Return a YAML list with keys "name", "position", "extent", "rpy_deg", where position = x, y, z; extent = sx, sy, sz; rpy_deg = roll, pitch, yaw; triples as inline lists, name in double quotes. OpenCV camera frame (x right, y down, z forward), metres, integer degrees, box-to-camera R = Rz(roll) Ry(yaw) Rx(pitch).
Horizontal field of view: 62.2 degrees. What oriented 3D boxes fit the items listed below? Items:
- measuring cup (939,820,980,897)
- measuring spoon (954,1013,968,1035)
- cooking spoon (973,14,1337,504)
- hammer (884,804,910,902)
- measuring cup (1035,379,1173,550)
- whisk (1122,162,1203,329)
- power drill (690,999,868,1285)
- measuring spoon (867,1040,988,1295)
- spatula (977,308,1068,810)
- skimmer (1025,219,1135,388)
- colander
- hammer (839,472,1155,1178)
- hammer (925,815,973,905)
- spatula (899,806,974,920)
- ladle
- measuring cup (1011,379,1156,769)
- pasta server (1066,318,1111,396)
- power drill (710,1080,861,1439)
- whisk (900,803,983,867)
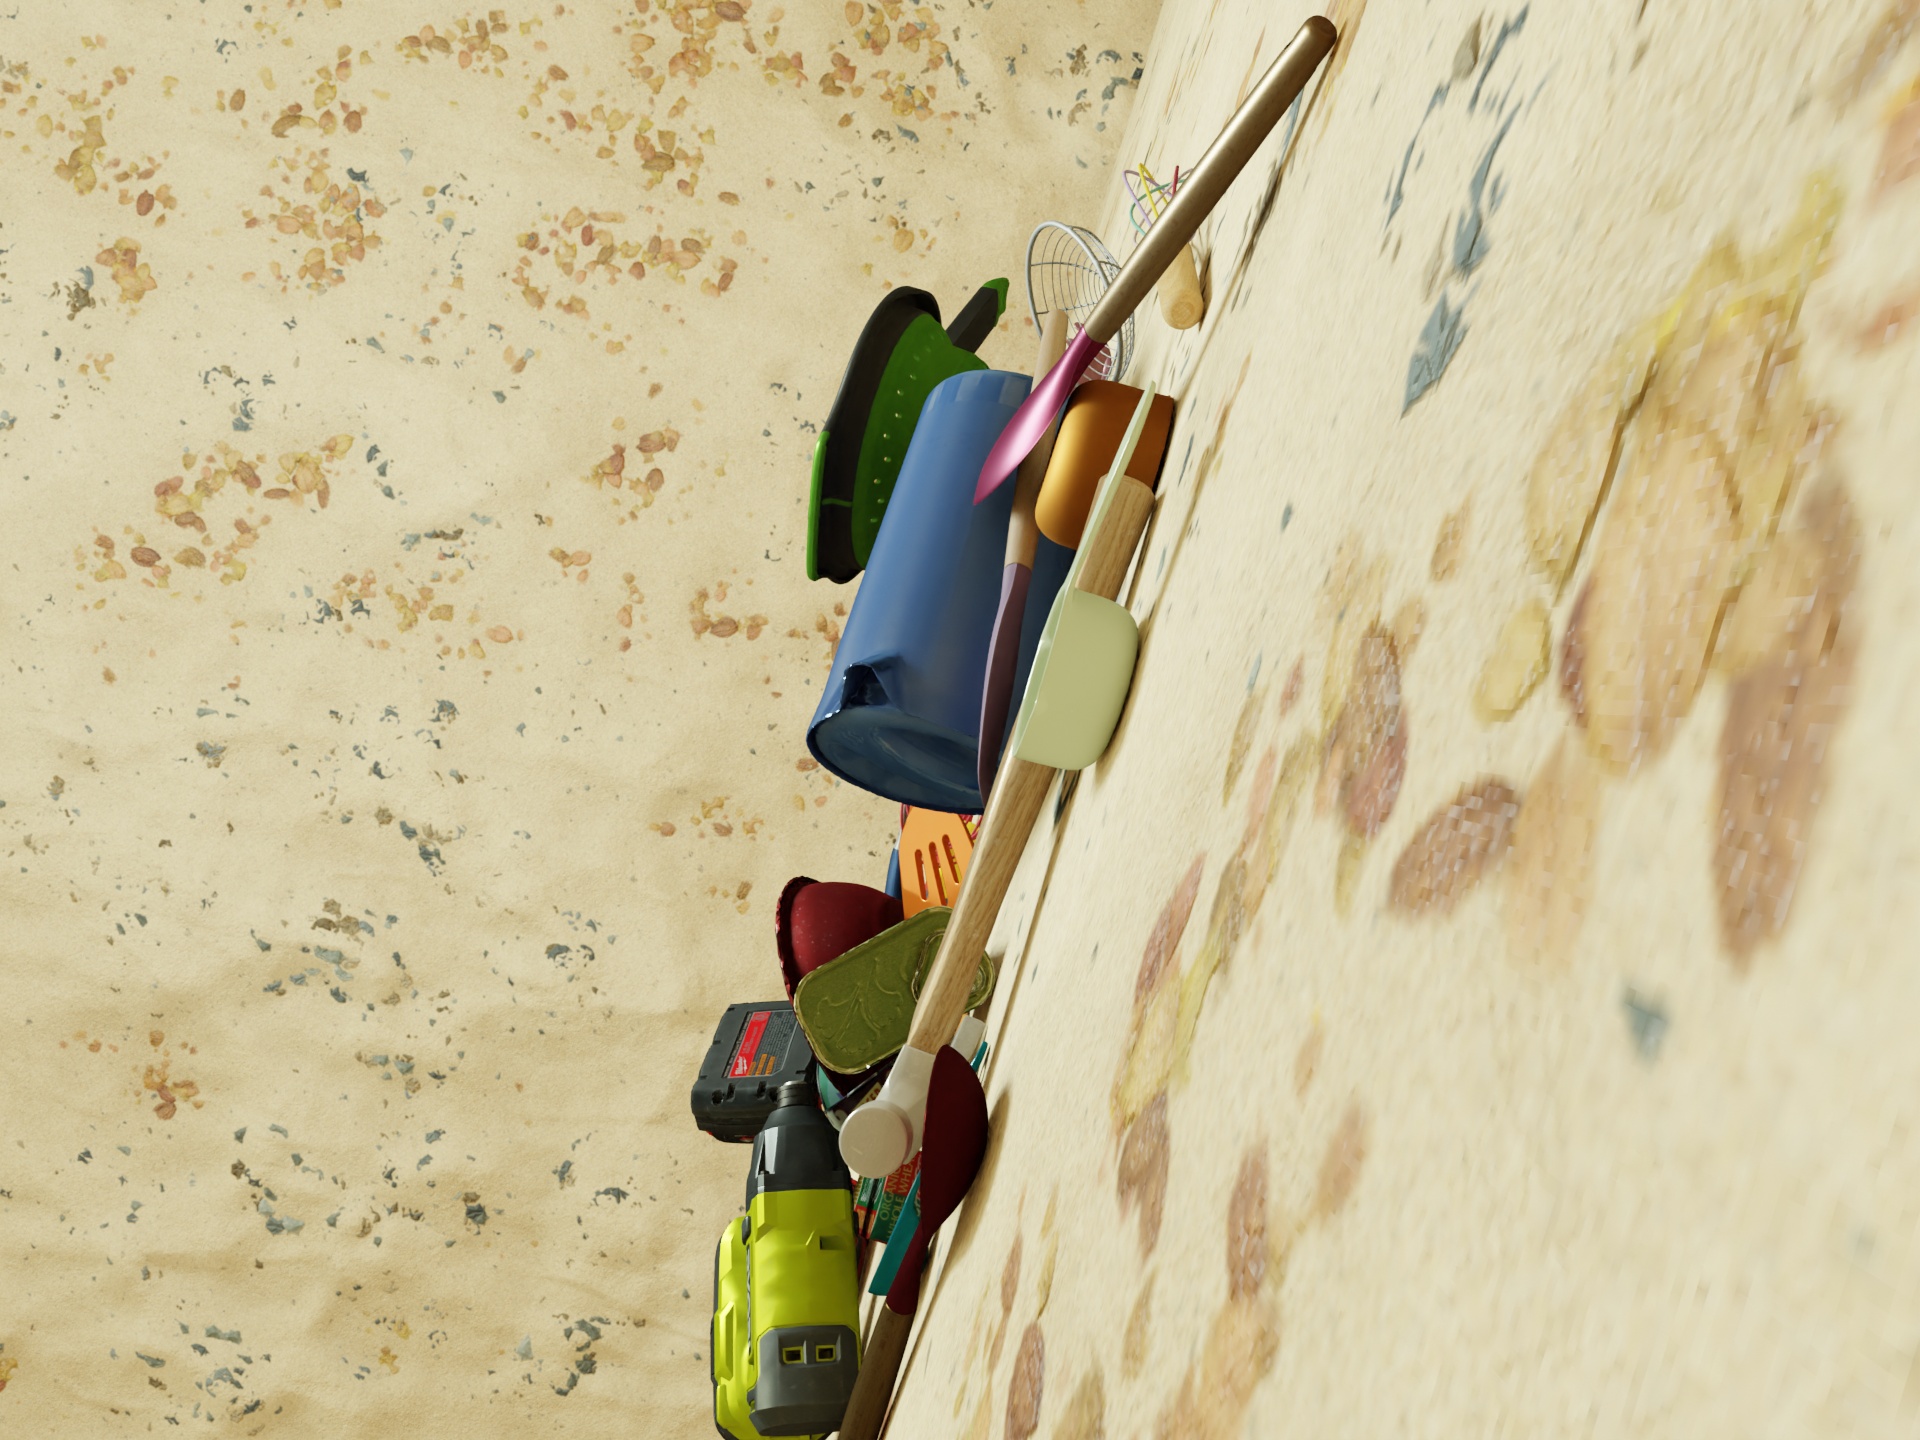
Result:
- name: "measuring cup"
  position: [-0.004, 0.146, 1.115]
  extent: [0.062, 0.029, 0.157]
  rpy_deg: [107, 167, -75]
- name: "measuring spoon"
  position: [-0.004, 0.177, 0.905]
  extent: [0.117, 0.011, 0.021]
  rpy_deg: [-82, 9, -77]
- name: "cooking spoon"
  position: [0.075, -0.196, 0.734]
  extent: [0.318, 0.017, 0.069]
  rpy_deg: [-47, 13, 54]
- name: "hammer"
  position: [-0.049, 0.096, 1.317]
  extent: [0.144, 0.035, 0.405]
  rpy_deg: [-21, -62, -75]
- name: "measuring cup"
  position: [0.066, -0.121, 0.845]
  extent: [0.173, 0.052, 0.095]
  rpy_deg: [123, 163, -80]
- name: "whisk"
  position: [0.119, -0.263, 0.881]
  extent: [0.245, 0.051, 0.047]
  rpy_deg: [-84, -11, -57]
- name: "power drill"
  position: [-0.112, 0.309, 1.071]
  extent: [0.143, 0.078, 0.219]
  rpy_deg: [-75, -22, -63]
- name: "measuring spoon"
  position: [-0.008, 0.215, 0.757]
  extent: [0.042, 0.021, 0.128]
  rpy_deg: [73, -138, -81]
- name: "spatula"
  position: [0.033, -0.100, 0.836]
  extent: [0.059, 0.018, 0.316]
  rpy_deg: [80, -163, -57]
- name: "skimmer"
  position: [0.050, -0.174, 1.141]
  extent: [0.127, 0.090, 0.363]
  rpy_deg: [173, 113, -71]
- name: "colander"
  position: [0.007, -0.226, 1.131]
  extent: [0.397, 0.094, 0.204]
  rpy_deg: [-62, -15, -50]
- name: "hammer"
  position: [0.024, 0.045, 0.744]
  extent: [0.130, 0.031, 0.331]
  rpy_deg: [27, -97, -80]
- name: "hammer"
  position: [-0.017, 0.136, 1.234]
  extent: [0.143, 0.038, 0.387]
  rpy_deg: [114, 172, -63]
- name: "spatula"
  position: [-0.002, -0.003, 1.031]
  extent: [0.081, 0.041, 0.323]
  rpy_deg: [-32, 38, 39]
- name: "ladle"
  position: [-0.034, 0.279, 0.710]
  extent: [0.069, 0.031, 0.315]
  rpy_deg: [-61, -13, -65]
- name: "measuring cup"
  position: [0.063, -0.055, 0.653]
  extent: [0.083, 0.038, 0.167]
  rpy_deg: [-78, 7, -67]
- name: "pasta server"
  position: [0.052, -0.193, 1.309]
  extent: [0.316, 0.040, 0.060]
  rpy_deg: [-62, -16, -14]
- name: "power drill"
  position: [-0.094, 0.312, 0.880]
  extent: [0.223, 0.080, 0.171]
  rpy_deg: [108, 160, -57]
- name: "whisk"
  position: [0.031, -0.039, 1.084]
  extent: [0.073, 0.073, 0.296]
  rpy_deg: [134, 157, -86]
